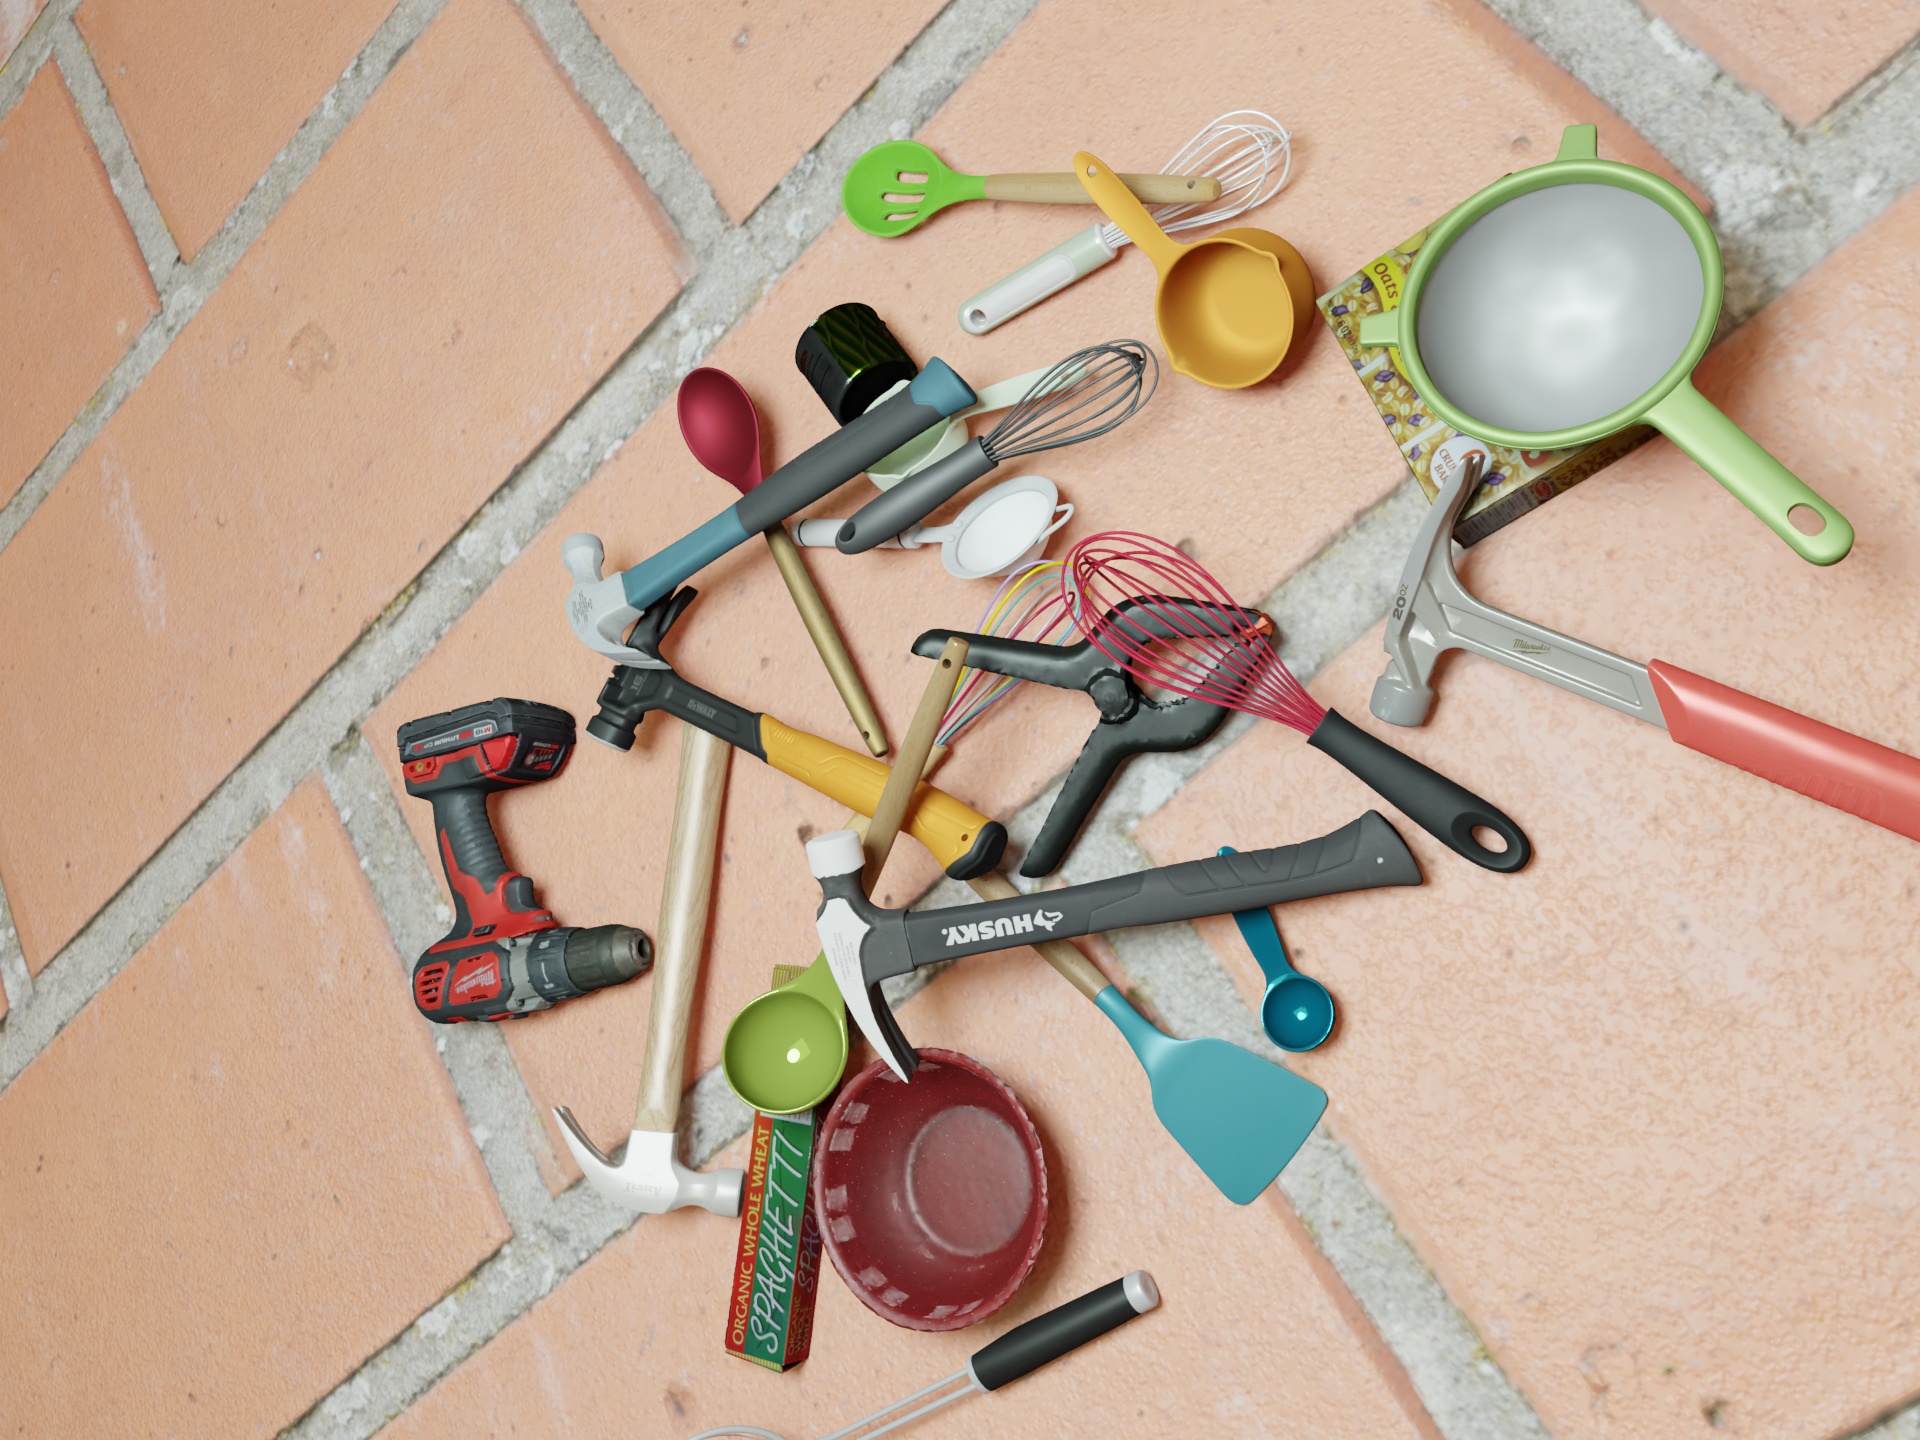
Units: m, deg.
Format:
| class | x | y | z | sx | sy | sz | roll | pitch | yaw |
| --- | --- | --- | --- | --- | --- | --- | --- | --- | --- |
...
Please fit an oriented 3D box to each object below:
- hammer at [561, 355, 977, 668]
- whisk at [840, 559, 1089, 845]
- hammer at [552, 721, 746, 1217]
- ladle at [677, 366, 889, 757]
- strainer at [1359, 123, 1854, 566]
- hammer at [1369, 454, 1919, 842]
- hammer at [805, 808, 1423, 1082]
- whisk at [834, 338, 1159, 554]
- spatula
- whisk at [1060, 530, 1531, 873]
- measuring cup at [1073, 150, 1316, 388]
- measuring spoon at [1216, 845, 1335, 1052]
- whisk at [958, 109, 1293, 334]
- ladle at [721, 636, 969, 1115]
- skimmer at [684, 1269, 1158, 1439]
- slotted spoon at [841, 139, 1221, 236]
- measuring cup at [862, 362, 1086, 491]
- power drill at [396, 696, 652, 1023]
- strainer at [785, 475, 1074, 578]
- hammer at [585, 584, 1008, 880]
| class | x | y | z | sx | sy | sz | roll | pitch | yaw |
| --- | --- | --- | --- | --- | --- | --- | --- | --- | --- |
| hammer | -0.132 | -0.142 | 1.053 | 0.331 | 0.033 | 0.128 | -29 | 59 | 21 |
| whisk | 0.000 | -0.002 | 1.011 | 0.245 | 0.047 | 0.051 | -51 | 62 | 18 |
| hammer | -0.194 | 0.161 | 1.080 | 0.130 | 0.031 | 0.331 | 5 | 76 | 2 |
| ladle | -0.118 | -0.111 | 1.085 | 0.069 | 0.031 | 0.316 | -42 | 66 | 36 |
| strainer | 0.332 | -0.161 | 0.779 | 0.151 | 0.069 | 0.257 | -43 | 64 | 13 |
| hammer | 0.380 | -0.004 | 0.768 | 0.359 | 0.036 | 0.149 | 27 | 116 | 29 |
| hammer | 0.086 | 0.108 | 0.889 | 0.335 | 0.035 | 0.146 | -11 | 96 | 11 |
| whisk | 0.018 | -0.164 | 0.991 | 0.239 | 0.055 | 0.055 | -29 | 68 | 22 |
| spatula | 0.073 | 0.149 | 0.949 | 0.318 | 0.044 | 0.082 | 42 | 103 | 34 |
| whisk | 0.178 | -0.009 | 0.860 | 0.296 | 0.073 | 0.073 | 36 | 100 | 11 |
| measuring cup | 0.137 | -0.275 | 0.938 | 0.173 | 0.052 | 0.095 | 49 | 134 | 6 |
| measuring spoon | 0.176 | 0.128 | 0.898 | 0.042 | 0.021 | 0.129 | -33 | 57 | 21 |
| whisk | 0.099 | -0.307 | 1.005 | 0.246 | 0.059 | 0.057 | -23 | 114 | 30 |
| ladle | -0.062 | 0.097 | 0.946 | 0.078 | 0.062 | 0.320 | 28 | 109 | 16 |
| skimmer | -0.041 | 0.425 | 0.924 | 0.363 | 0.090 | 0.127 | -34 | 98 | 18 |
| slotted spoon | 0.038 | -0.343 | 1.029 | 0.314 | 0.031 | 0.070 | 18 | 91 | 42 |
| measuring cup | 0.010 | -0.194 | 1.038 | 0.167 | 0.038 | 0.083 | -15 | 57 | 21 |
| power drill | -0.319 | 0.101 | 1.159 | 0.188 | 0.080 | 0.227 | -13 | 78 | 21 |
| strainer | -0.024 | -0.122 | 1.046 | 0.258 | 0.050 | 0.087 | 6 | 56 | 37 |
| hammer | -0.105 | 0.013 | 1.033 | 0.337 | 0.034 | 0.127 | 24 | 87 | 33 |
